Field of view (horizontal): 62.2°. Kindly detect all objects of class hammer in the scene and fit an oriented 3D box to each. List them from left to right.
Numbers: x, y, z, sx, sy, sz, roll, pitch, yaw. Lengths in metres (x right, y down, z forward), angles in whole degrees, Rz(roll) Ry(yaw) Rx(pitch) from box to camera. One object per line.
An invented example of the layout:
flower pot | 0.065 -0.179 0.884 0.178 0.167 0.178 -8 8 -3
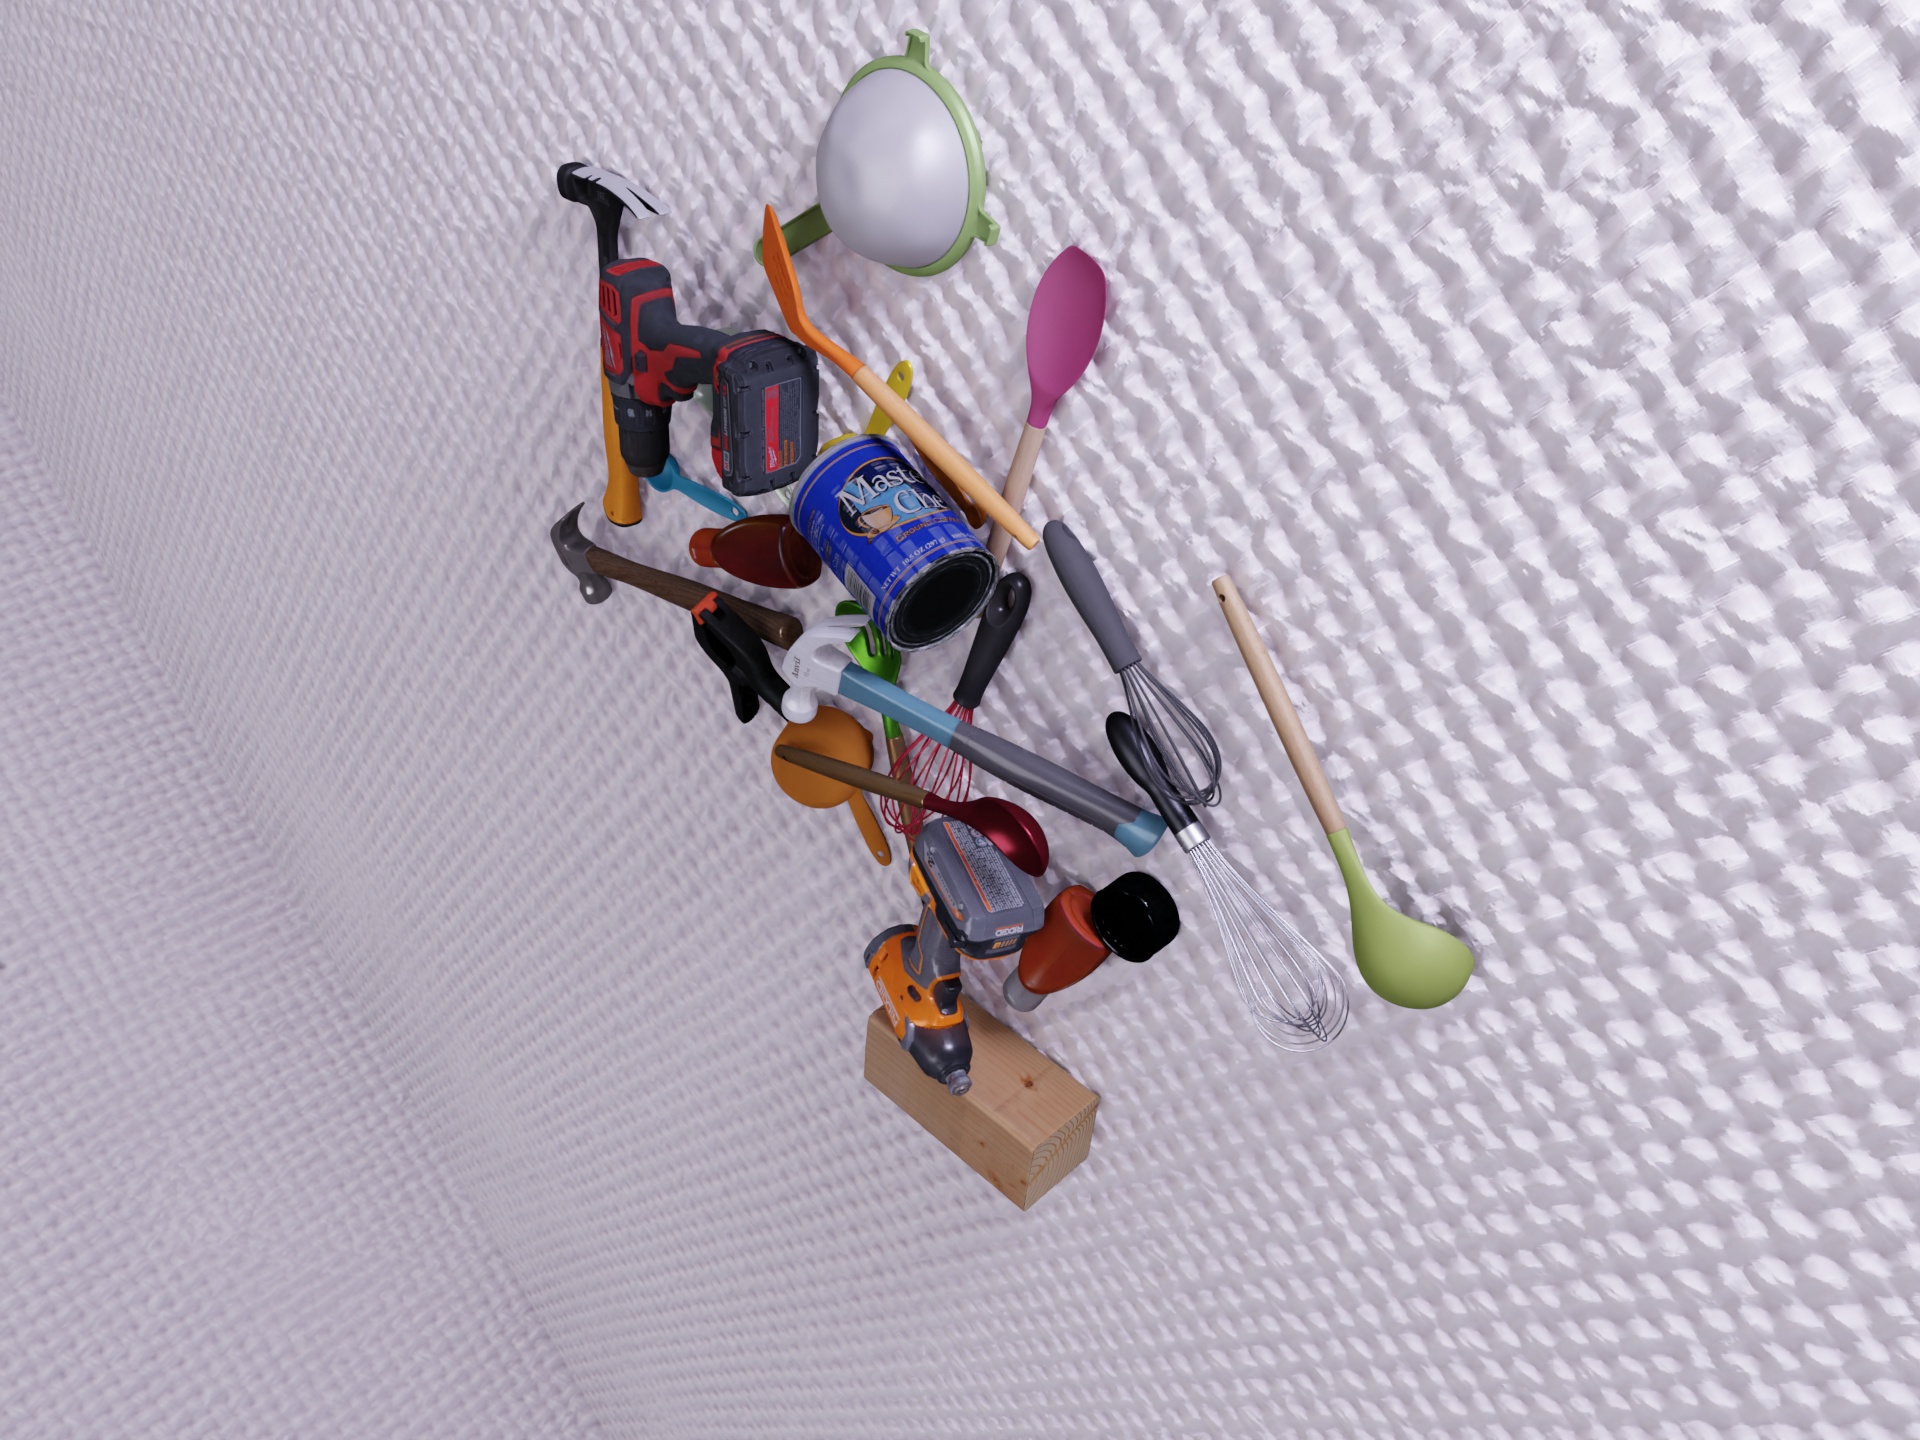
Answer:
hammer | -0.311 -0.327 1.456 0.127 0.034 0.336 32 134 33
hammer | -0.278 -0.129 1.524 0.331 0.031 0.129 21 148 34
hammer | 0.008 0.018 1.238 0.331 0.033 0.128 27 139 12

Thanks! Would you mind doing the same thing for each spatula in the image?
spatula | -0.052 -0.247 1.181 0.323 0.041 0.081 45 161 7

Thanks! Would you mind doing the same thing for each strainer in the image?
strainer | -0.092 -0.375 1.153 0.256 0.069 0.151 -10 105 49

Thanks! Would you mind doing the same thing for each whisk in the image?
whisk | -0.002 -0.004 1.296 0.073 0.073 0.295 43 132 22
whisk | 0.122 -0.041 1.145 0.055 0.055 0.239 -37 78 52
whisk | 0.188 0.112 1.158 0.285 0.070 0.070 58 142 12

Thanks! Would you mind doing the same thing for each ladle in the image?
ladle | -0.045 0.061 1.297 0.316 0.031 0.069 17 136 40
ladle | 0.249 0.046 1.067 0.078 0.062 0.320 -30 82 54

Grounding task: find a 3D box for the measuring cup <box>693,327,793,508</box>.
measuring cup | -0.171 -0.255 1.344 0.083 0.038 0.167 -29 92 52

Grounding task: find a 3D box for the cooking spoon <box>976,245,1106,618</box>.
cooking spoon | 0.048 -0.194 1.150 0.069 0.017 0.318 49 141 29

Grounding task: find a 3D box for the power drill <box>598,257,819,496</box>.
power drill | -0.216 -0.259 1.300 0.227 0.080 0.187 33 134 35

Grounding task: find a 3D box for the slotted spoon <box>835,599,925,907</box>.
slotted spoon | -0.055 0.035 1.401 0.070 0.031 0.313 13 124 43

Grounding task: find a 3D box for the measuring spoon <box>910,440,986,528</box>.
measuring spoon | -0.011 -0.191 1.216 0.117 0.011 0.021 57 149 24

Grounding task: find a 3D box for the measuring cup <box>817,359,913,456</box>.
measuring cup | -0.075 -0.227 1.256 0.062 0.029 0.156 52 143 12

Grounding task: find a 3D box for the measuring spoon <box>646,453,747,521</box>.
measuring spoon | -0.241 -0.216 1.466 0.129 0.021 0.042 30 132 21

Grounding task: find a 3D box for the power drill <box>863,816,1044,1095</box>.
power drill | -0.007 0.205 1.359 0.164 0.084 0.226 61 145 34

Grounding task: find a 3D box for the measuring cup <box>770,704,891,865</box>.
measuring cup | -0.110 0.072 1.446 0.095 0.052 0.173 -16 111 26
